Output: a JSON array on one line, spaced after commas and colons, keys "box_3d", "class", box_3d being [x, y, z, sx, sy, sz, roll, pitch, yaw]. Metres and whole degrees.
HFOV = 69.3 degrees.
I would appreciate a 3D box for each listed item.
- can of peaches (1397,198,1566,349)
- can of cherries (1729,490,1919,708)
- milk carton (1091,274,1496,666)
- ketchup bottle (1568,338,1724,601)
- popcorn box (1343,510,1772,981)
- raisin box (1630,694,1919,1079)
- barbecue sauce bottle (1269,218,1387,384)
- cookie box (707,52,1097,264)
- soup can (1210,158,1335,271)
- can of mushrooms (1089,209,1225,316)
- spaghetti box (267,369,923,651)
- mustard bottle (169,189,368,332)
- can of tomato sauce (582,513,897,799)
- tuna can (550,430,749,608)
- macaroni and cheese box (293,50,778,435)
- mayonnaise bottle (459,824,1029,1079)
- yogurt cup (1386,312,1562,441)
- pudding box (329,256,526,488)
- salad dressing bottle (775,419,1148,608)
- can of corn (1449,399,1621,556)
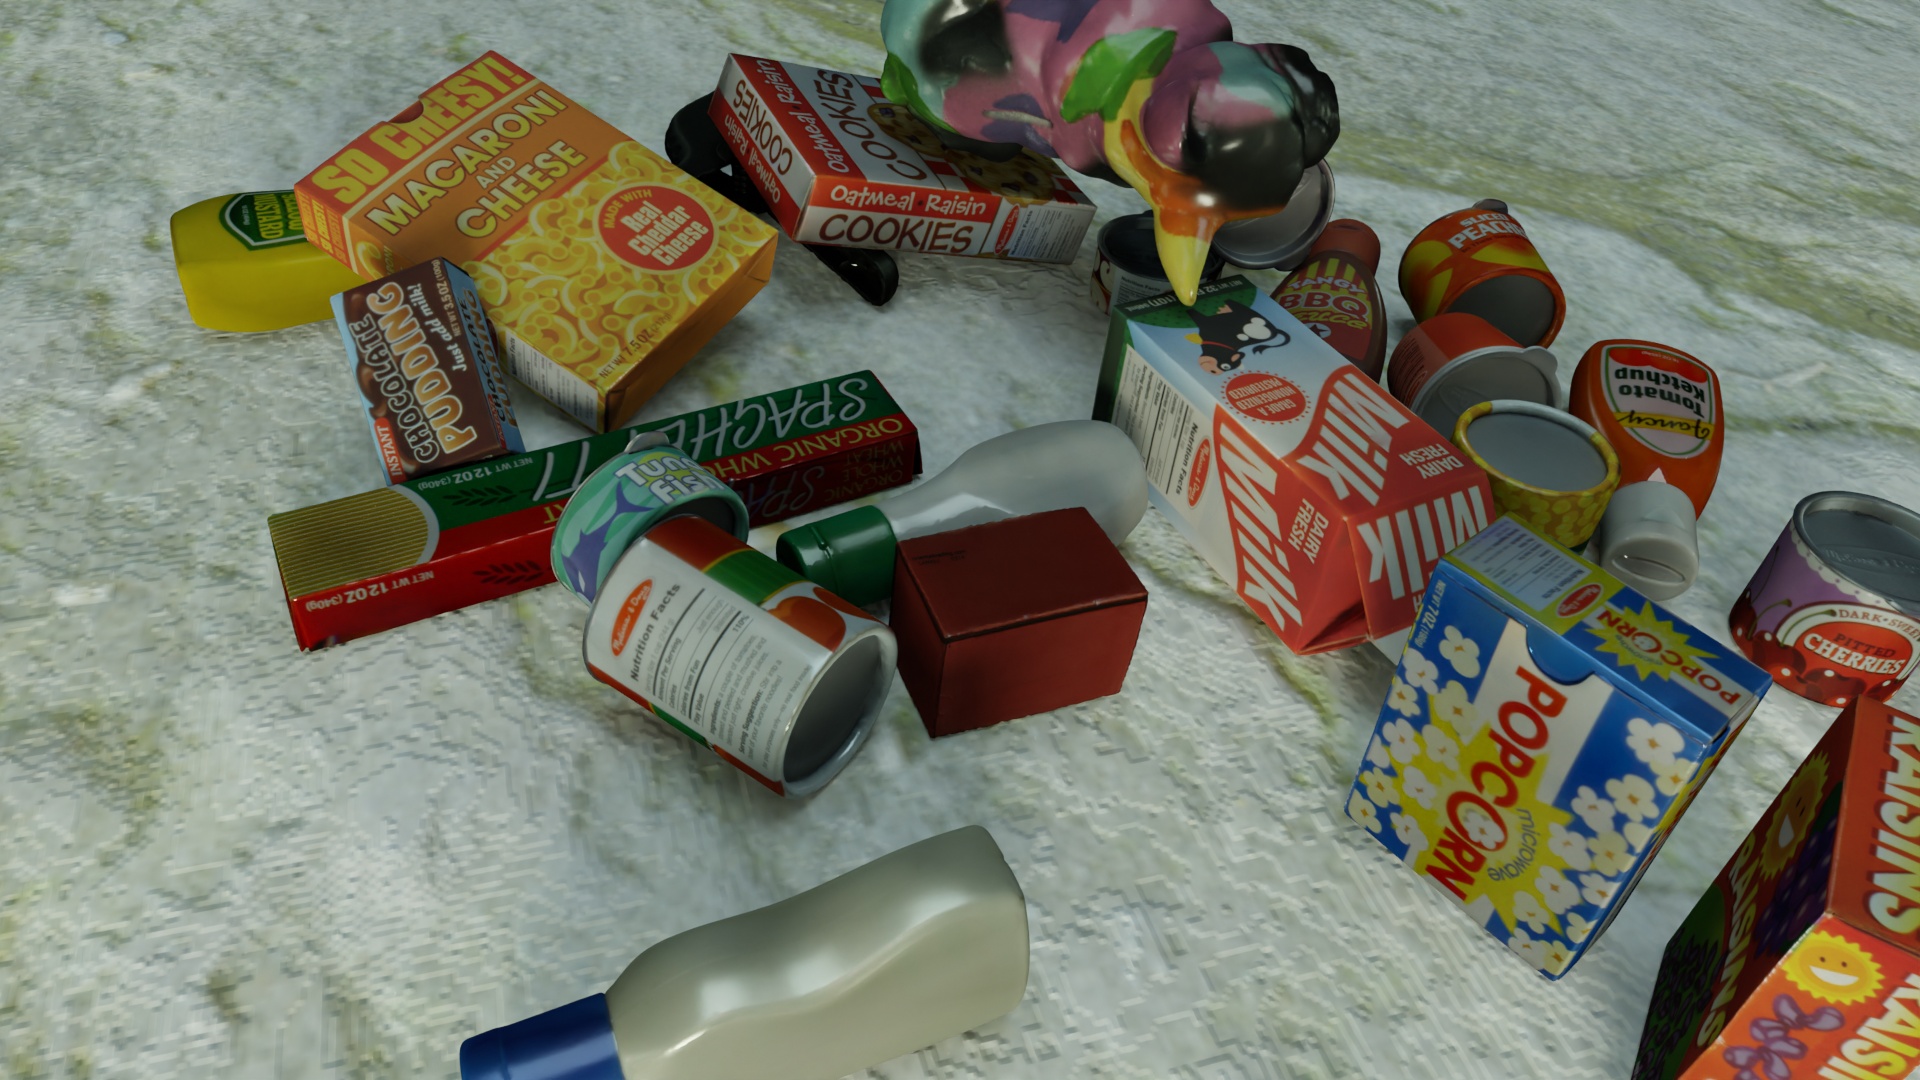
[{"box_3d": [0.258, -0.124, 0.689, 0.071, 0.070, 0.058, 2, 42, -5], "class": "can of peaches"}, {"box_3d": [0.346, 0.025, 0.542, 0.071, 0.058, 0.072, 4, 42, -4], "class": "can of cherries"}, {"box_3d": [0.136, -0.024, 0.557, 0.072, 0.073, 0.191, -16, 46, -24], "class": "milk carton"}, {"box_3d": [0.302, -0.033, 0.612, 0.065, 0.043, 0.150, 17, 43, 11], "class": "ketchup bottle"}, {"box_3d": [0.173, 0.065, 0.422, 0.038, 0.126, 0.085, -29, 52, -28], "class": "popcorn box"}, {"box_3d": [0.228, 0.115, 0.376, 0.040, 0.122, 0.086, 25, 44, 21], "class": "raisin box"}, {"box_3d": [0.179, -0.110, 0.683, 0.065, 0.043, 0.149, 9, 40, 18], "class": "barbecue sauce bottle"}, {"box_3d": [-0.031, -0.196, 0.724, 0.168, 0.040, 0.123, -3, 44, -33], "class": "cookie box"}, {"box_3d": [0.142, -0.181, 0.696, 0.071, 0.071, 0.084, -1, 36, -8], "class": "soup can"}, {"box_3d": [0.101, -0.139, 0.713, 0.071, 0.033, 0.071, 3, 42, -3], "class": "can of mushrooms"}, {"box_3d": [-0.135, -0.018, 0.550, 0.251, 0.028, 0.050, -17, 47, -24], "class": "spaghetti box"}, {"box_3d": [-0.278, -0.140, 0.653, 0.161, 0.048, 0.065, -15, 51, -23], "class": "mustard bottle"}, {"box_3d": [-0.072, 0.038, 0.468, 0.083, 0.070, 0.071, 28, 46, 21], "class": "can of tomato sauce"}, {"box_3d": [-0.110, -0.001, 0.502, 0.033, 0.070, 0.071, 35, 49, 27], "class": "tuna can"}, {"box_3d": [-0.186, -0.138, 0.623, 0.166, 0.040, 0.124, 33, 56, 5], "class": "macaroni and cheese box"}, {"box_3d": [-0.055, 0.126, 0.375, 0.148, 0.064, 0.041, -15, 42, -18], "class": "mayonnaise bottle"}, {"box_3d": [0.228, -0.067, 0.628, 0.072, 0.072, 0.054, 1, 33, -6], "class": "yogurt cup"}, {"box_3d": [-0.212, -0.065, 0.553, 0.050, 0.030, 0.084, -20, 82, 1], "class": "pudding box"}, {"box_3d": [0.002, -0.007, 0.545, 0.148, 0.043, 0.064, -18, 49, -24], "class": "salad dressing bottle"}, {"box_3d": [0.228, -0.015, 0.571, 0.071, 0.058, 0.071, 4, 41, -3], "class": "can of corn"}]
